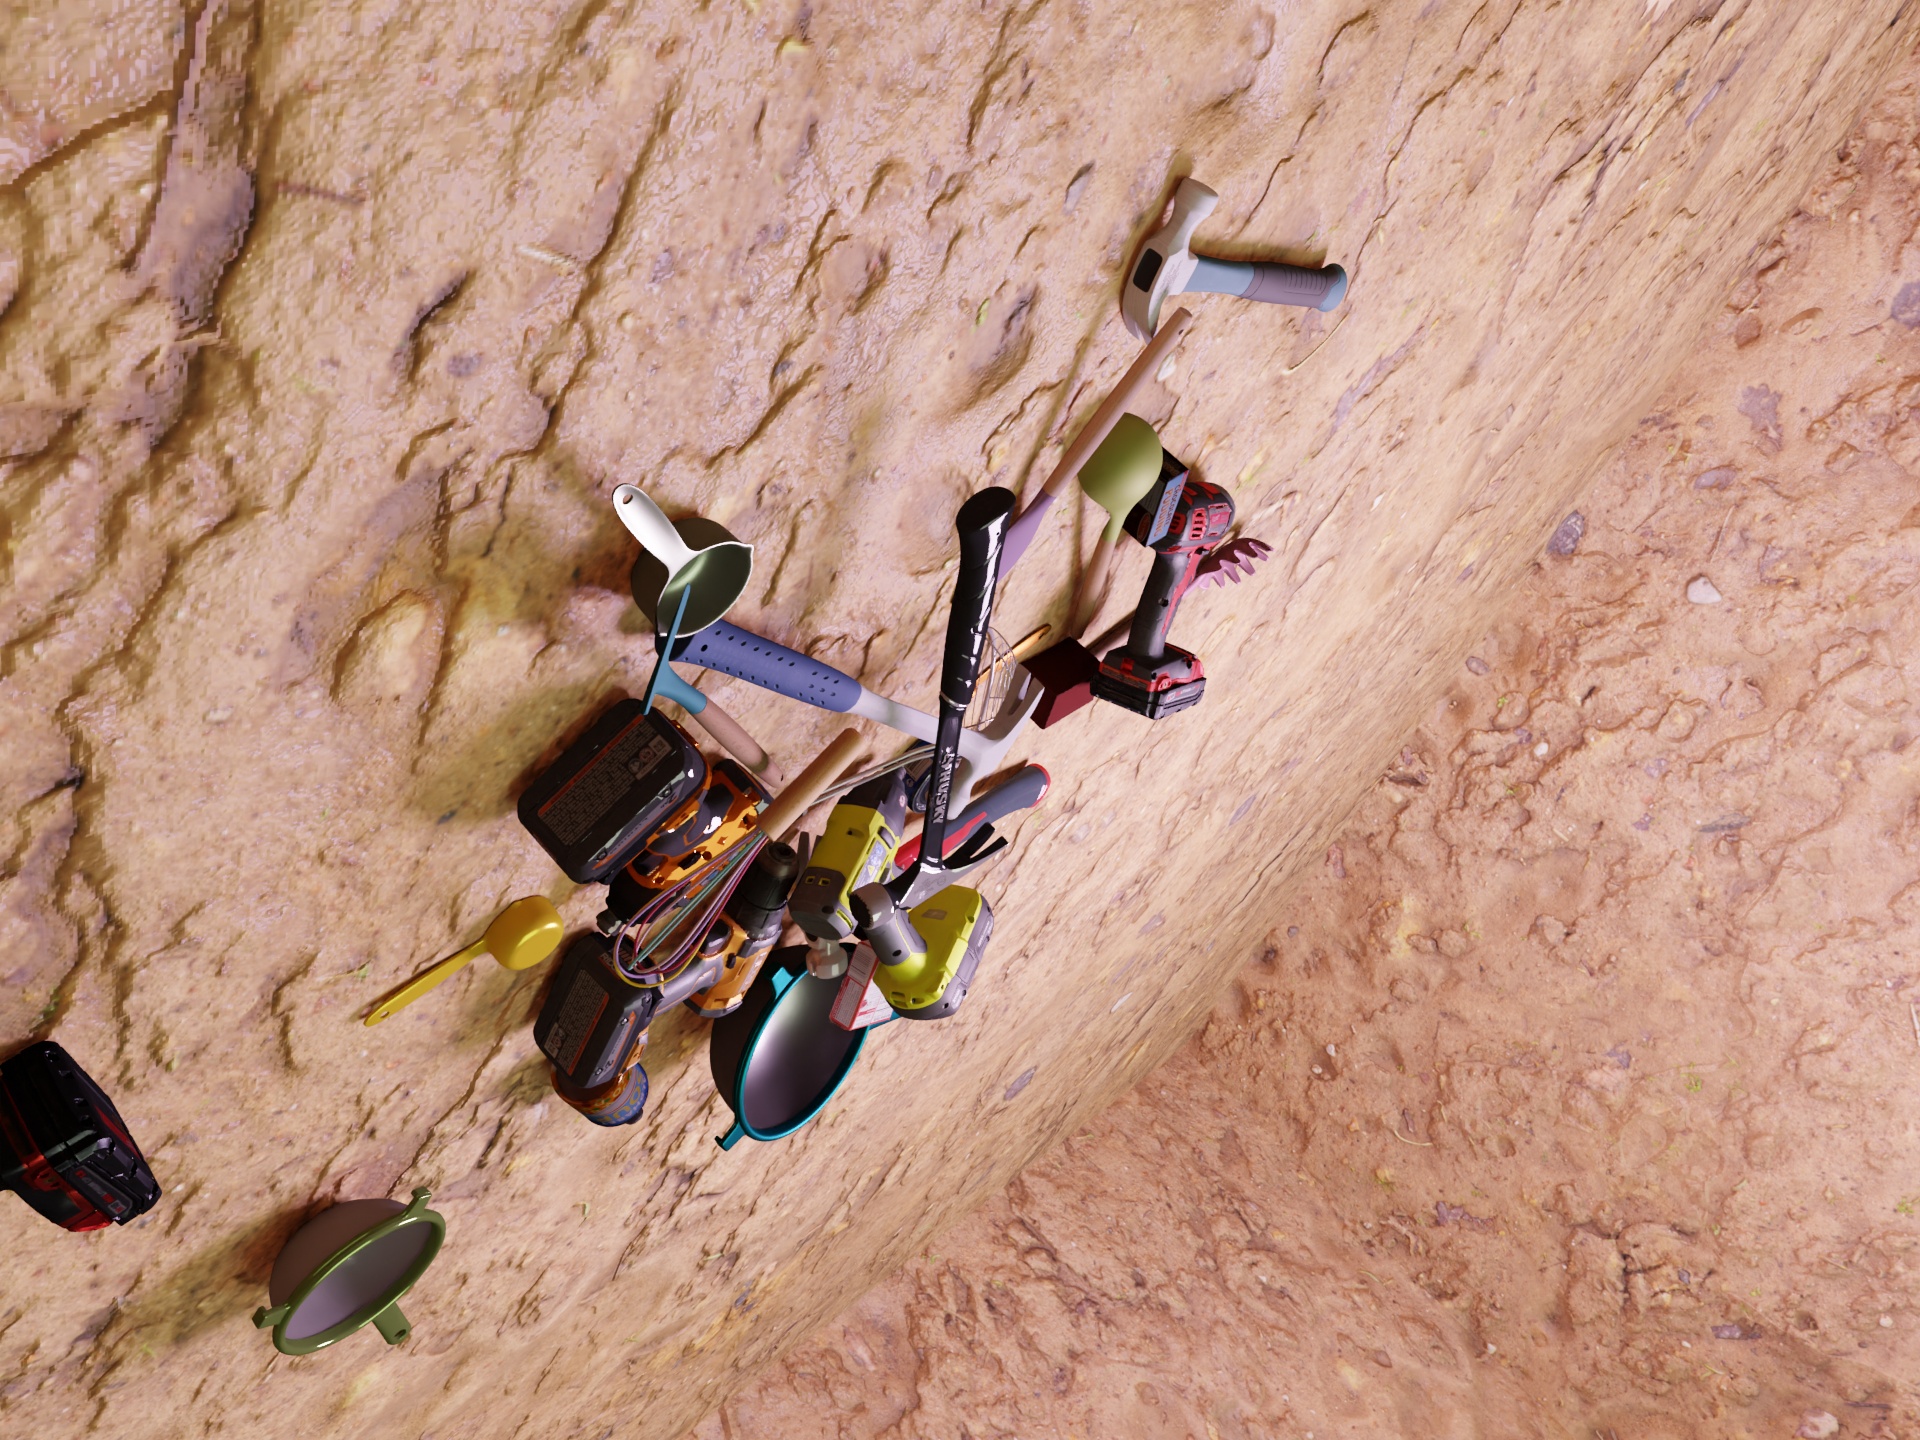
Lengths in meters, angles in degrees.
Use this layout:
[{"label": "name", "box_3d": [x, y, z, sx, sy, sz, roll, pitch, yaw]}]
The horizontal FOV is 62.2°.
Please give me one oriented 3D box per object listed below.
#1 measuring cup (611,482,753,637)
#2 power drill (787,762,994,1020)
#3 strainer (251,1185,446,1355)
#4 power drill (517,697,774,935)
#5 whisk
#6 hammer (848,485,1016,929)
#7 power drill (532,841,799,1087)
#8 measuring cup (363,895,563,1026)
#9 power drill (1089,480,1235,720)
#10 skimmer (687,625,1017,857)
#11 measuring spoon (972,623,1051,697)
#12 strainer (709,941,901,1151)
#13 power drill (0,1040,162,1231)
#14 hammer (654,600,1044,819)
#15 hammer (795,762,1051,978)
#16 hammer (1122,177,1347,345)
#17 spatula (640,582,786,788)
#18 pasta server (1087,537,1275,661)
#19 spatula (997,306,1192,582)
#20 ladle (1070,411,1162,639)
[{"label": "measuring cup", "box_3d": [-0.181, -0.108, 0.955, 0.083, 0.038, 0.167, -44, 156, -6]}, {"label": "power drill", "box_3d": [-0.057, 0.159, 1.453, 0.223, 0.080, 0.171, 57, 49, -43]}, {"label": "strainer", "box_3d": [-0.502, 0.461, 1.323, 0.151, 0.069, 0.256, -37, 157, -28]}, {"label": "power drill", "box_3d": [-0.228, 0.082, 1.145, 0.164, 0.084, 0.226, -44, 162, -5]}, {"label": "whisk", "box_3d": [-0.156, 0.099, 1.158, 0.245, 0.047, 0.051, -46, 166, -11]}, {"label": "hammer", "box_3d": [-0.002, -0.004, 1.231, 0.149, 0.036, 0.408, -23, 141, -32]}, {"label": "power drill", "box_3d": [-0.234, 0.198, 1.342, 0.226, 0.084, 0.185, -20, 145, -56]}, {"label": "measuring cup", "box_3d": [-0.356, 0.183, 1.153, 0.156, 0.029, 0.062, -34, 155, -31]}, {"label": "power drill", "box_3d": [0.204, -0.121, 1.518, 0.143, 0.079, 0.219, -18, 126, -55]}, {"label": "skimmer", "box_3d": [-0.097, 0.030, 1.357, 0.363, 0.090, 0.127, -24, 141, -23]}, {"label": "measuring spoon", "box_3d": [0.045, -0.054, 1.491, 0.117, 0.011, 0.021, -38, 157, -20]}, {"label": "strainer", "box_3d": [-0.149, 0.297, 1.625, 0.340, 0.095, 0.211, -5, 115, -60]}, {"label": "power drill", "box_3d": [-0.580, 0.297, 0.890, 0.226, 0.080, 0.187, -32, 154, -25]}, {"label": "hammer", "box_3d": [-0.074, -0.020, 1.199, 0.144, 0.035, 0.405, -52, 147, 11]}, {"label": "hammer", "box_3d": [-0.027, 0.109, 1.583, 0.386, 0.038, 0.143, -30, 124, -49]}, {"label": "hammer", "box_3d": [0.232, -0.355, 1.276, 0.331, 0.033, 0.128, -15, 142, -52]}, {"label": "spatula", "box_3d": [-0.159, 0.000, 1.064, 0.317, 0.044, 0.082, 58, 45, -69]}, {"label": "pasta server", "box_3d": [0.204, -0.106, 1.656, 0.316, 0.040, 0.060, -36, 167, -21]}, {"label": "spatula", "box_3d": [0.087, -0.201, 1.261, 0.060, 0.018, 0.315, -20, 155, -49]}, {"label": "ladle", "box_3d": [0.121, -0.161, 1.421, 0.078, 0.062, 0.320, -30, 161, -18]}]
